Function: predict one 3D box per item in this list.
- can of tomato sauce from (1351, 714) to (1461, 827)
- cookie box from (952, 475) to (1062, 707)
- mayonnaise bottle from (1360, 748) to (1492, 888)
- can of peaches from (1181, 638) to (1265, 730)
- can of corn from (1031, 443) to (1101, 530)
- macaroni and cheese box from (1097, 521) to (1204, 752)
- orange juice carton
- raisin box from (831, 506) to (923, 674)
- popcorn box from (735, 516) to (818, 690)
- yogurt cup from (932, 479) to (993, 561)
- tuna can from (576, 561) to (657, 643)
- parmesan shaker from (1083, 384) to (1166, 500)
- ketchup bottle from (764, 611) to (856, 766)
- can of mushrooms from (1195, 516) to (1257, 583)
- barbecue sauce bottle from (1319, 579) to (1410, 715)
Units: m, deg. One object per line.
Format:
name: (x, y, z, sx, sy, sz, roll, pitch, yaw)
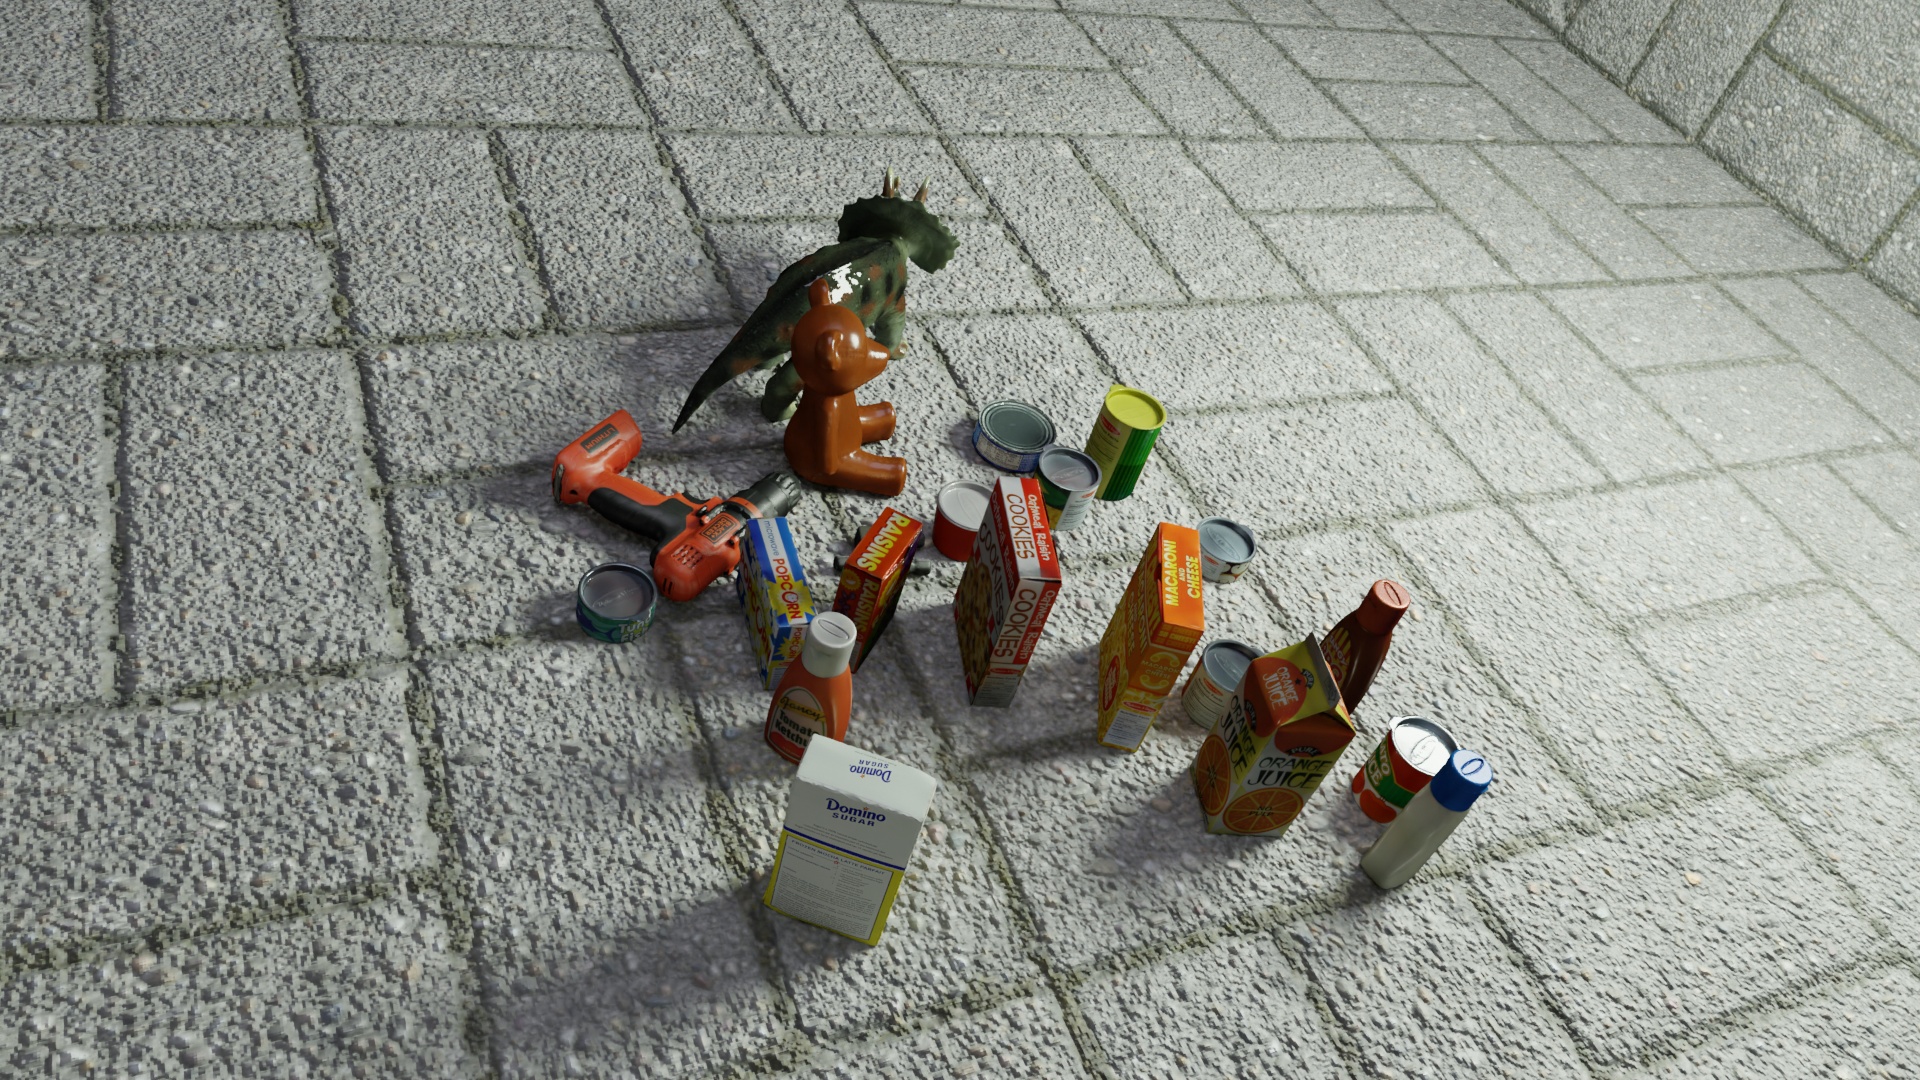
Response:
can of tomato sauce: (0.392, 0.205, 1.229, 0.071, 0.082, 0.071, 10, 43, -10)
cookie box: (0.039, 0.045, 1.205, 0.040, 0.166, 0.123, 5, 44, -15)
mayonnaise bottle: (0.389, 0.230, 1.153, 0.065, 0.147, 0.041, -19, 55, -34)
can of peaches: (0.244, 0.133, 1.269, 0.071, 0.057, 0.071, 10, 43, -10)
can of corn: (0.102, -0.054, 1.412, 0.071, 0.058, 0.071, 10, 43, -10)
macaroni and cheese box: (0.163, 0.085, 1.210, 0.040, 0.165, 0.124, 14, 43, -6)
orange juice carton: (0.262, 0.162, 1.146, 0.073, 0.191, 0.072, 6, 44, -14)
raisin box: (-0.077, 0.043, 1.198, 0.040, 0.122, 0.086, 26, 43, 8)
popcorn box: (-0.158, 0.053, 1.188, 0.038, 0.084, 0.127, -3, 47, -23)
yogurt cup: (0.005, -0.017, 1.341, 0.072, 0.053, 0.073, 10, 43, -10)
tuna can: (-0.290, 0.054, 1.177, 0.071, 0.032, 0.071, 10, 43, -10)
parmesan shaker: (0.165, -0.102, 1.451, 0.071, 0.102, 0.072, 10, 43, -10)
ketchup bottle: (-0.113, 0.117, 1.091, 0.065, 0.148, 0.044, 28, 43, 10)
can of mushrooms: (0.269, 0.009, 1.424, 0.071, 0.033, 0.071, 10, 43, -10)
barbecue sauce bottle: (0.366, 0.098, 1.282, 0.044, 0.147, 0.065, 0, 46, -20)
